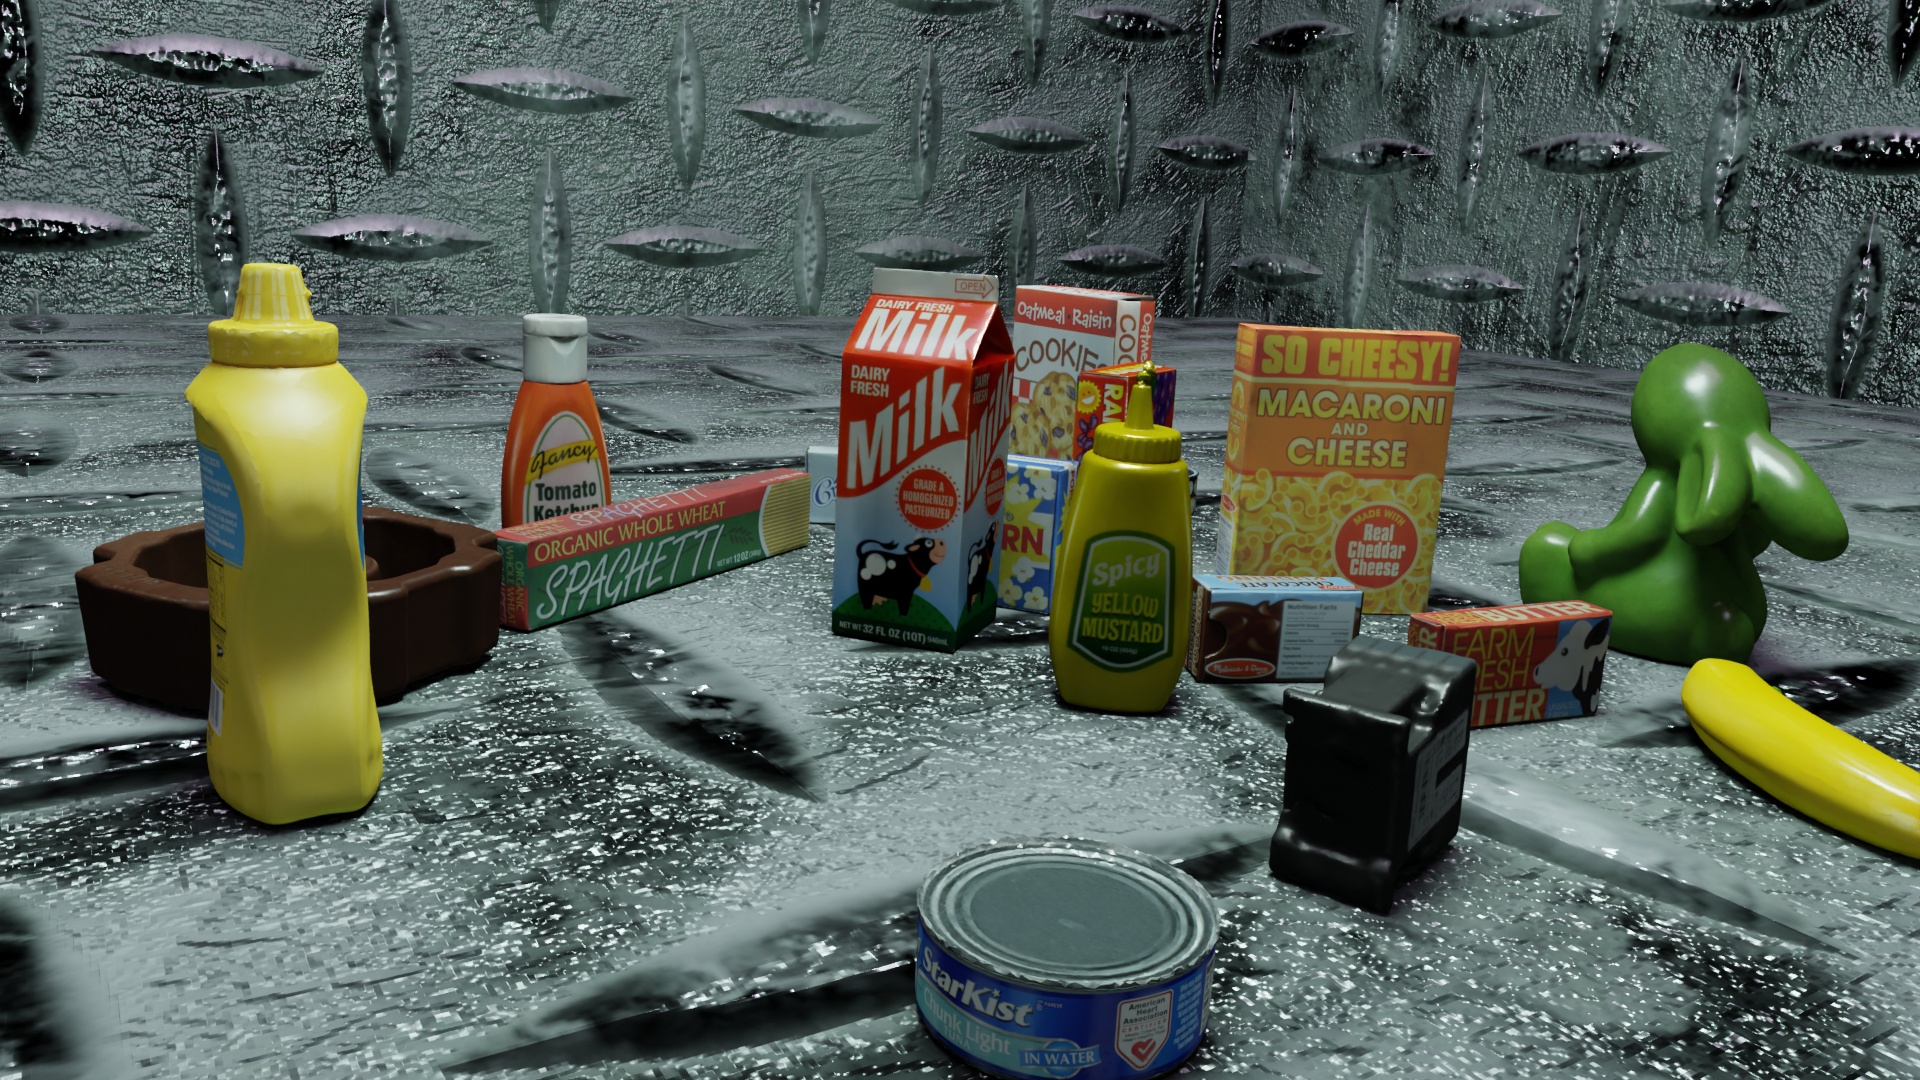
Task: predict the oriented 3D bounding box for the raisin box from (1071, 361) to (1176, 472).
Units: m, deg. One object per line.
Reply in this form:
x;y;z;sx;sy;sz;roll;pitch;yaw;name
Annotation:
0.110;-0.056;0.949;0.040;0.123;0.086;11;15;30;raisin box

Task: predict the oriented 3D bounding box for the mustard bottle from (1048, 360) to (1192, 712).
0.076;-0.002;0.637;0.065;0.159;0.049;4;13;2;mustard bottle

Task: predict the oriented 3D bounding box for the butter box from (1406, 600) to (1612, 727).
0.257;0.058;0.653;0.104;0.053;0.024;-2;14;-21;butter box

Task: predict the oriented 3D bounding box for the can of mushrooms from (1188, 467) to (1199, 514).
0.152;-0.041;1.085;0.071;0.033;0.071;3;13;-1;can of mushrooms

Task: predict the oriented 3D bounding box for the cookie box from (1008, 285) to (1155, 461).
0.089;-0.108;1.066;0.040;0.167;0.123;-6;16;-35;cookie box

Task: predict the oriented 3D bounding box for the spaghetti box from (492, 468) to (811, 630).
-0.170;0.000;0.810;0.029;0.050;0.251;10;15;28;spaghetti box

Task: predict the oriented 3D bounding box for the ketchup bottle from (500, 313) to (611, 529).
-0.242;-0.060;0.831;0.065;0.148;0.043;-6;16;-34;ketchup bottle

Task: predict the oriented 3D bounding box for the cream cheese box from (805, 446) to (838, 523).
-0.058;-0.038;0.984;0.104;0.053;0.024;2;13;-3;cream cheese box

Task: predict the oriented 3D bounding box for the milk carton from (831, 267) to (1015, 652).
-0.018;-0.045;0.730;0.072;0.190;0.074;7;14;18;milk carton

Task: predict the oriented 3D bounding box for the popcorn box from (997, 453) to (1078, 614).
0.003;-0.010;0.814;0.127;0.085;0.038;8;14;21;popcorn box

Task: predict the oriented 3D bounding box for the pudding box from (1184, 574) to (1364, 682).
0.157;0.044;0.699;0.084;0.049;0.030;1;13;-10;pudding box

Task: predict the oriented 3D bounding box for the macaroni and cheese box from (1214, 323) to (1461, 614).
0.219;-0.042;0.820;0.124;0.166;0.040;2;13;-6;macaroni and cheese box
